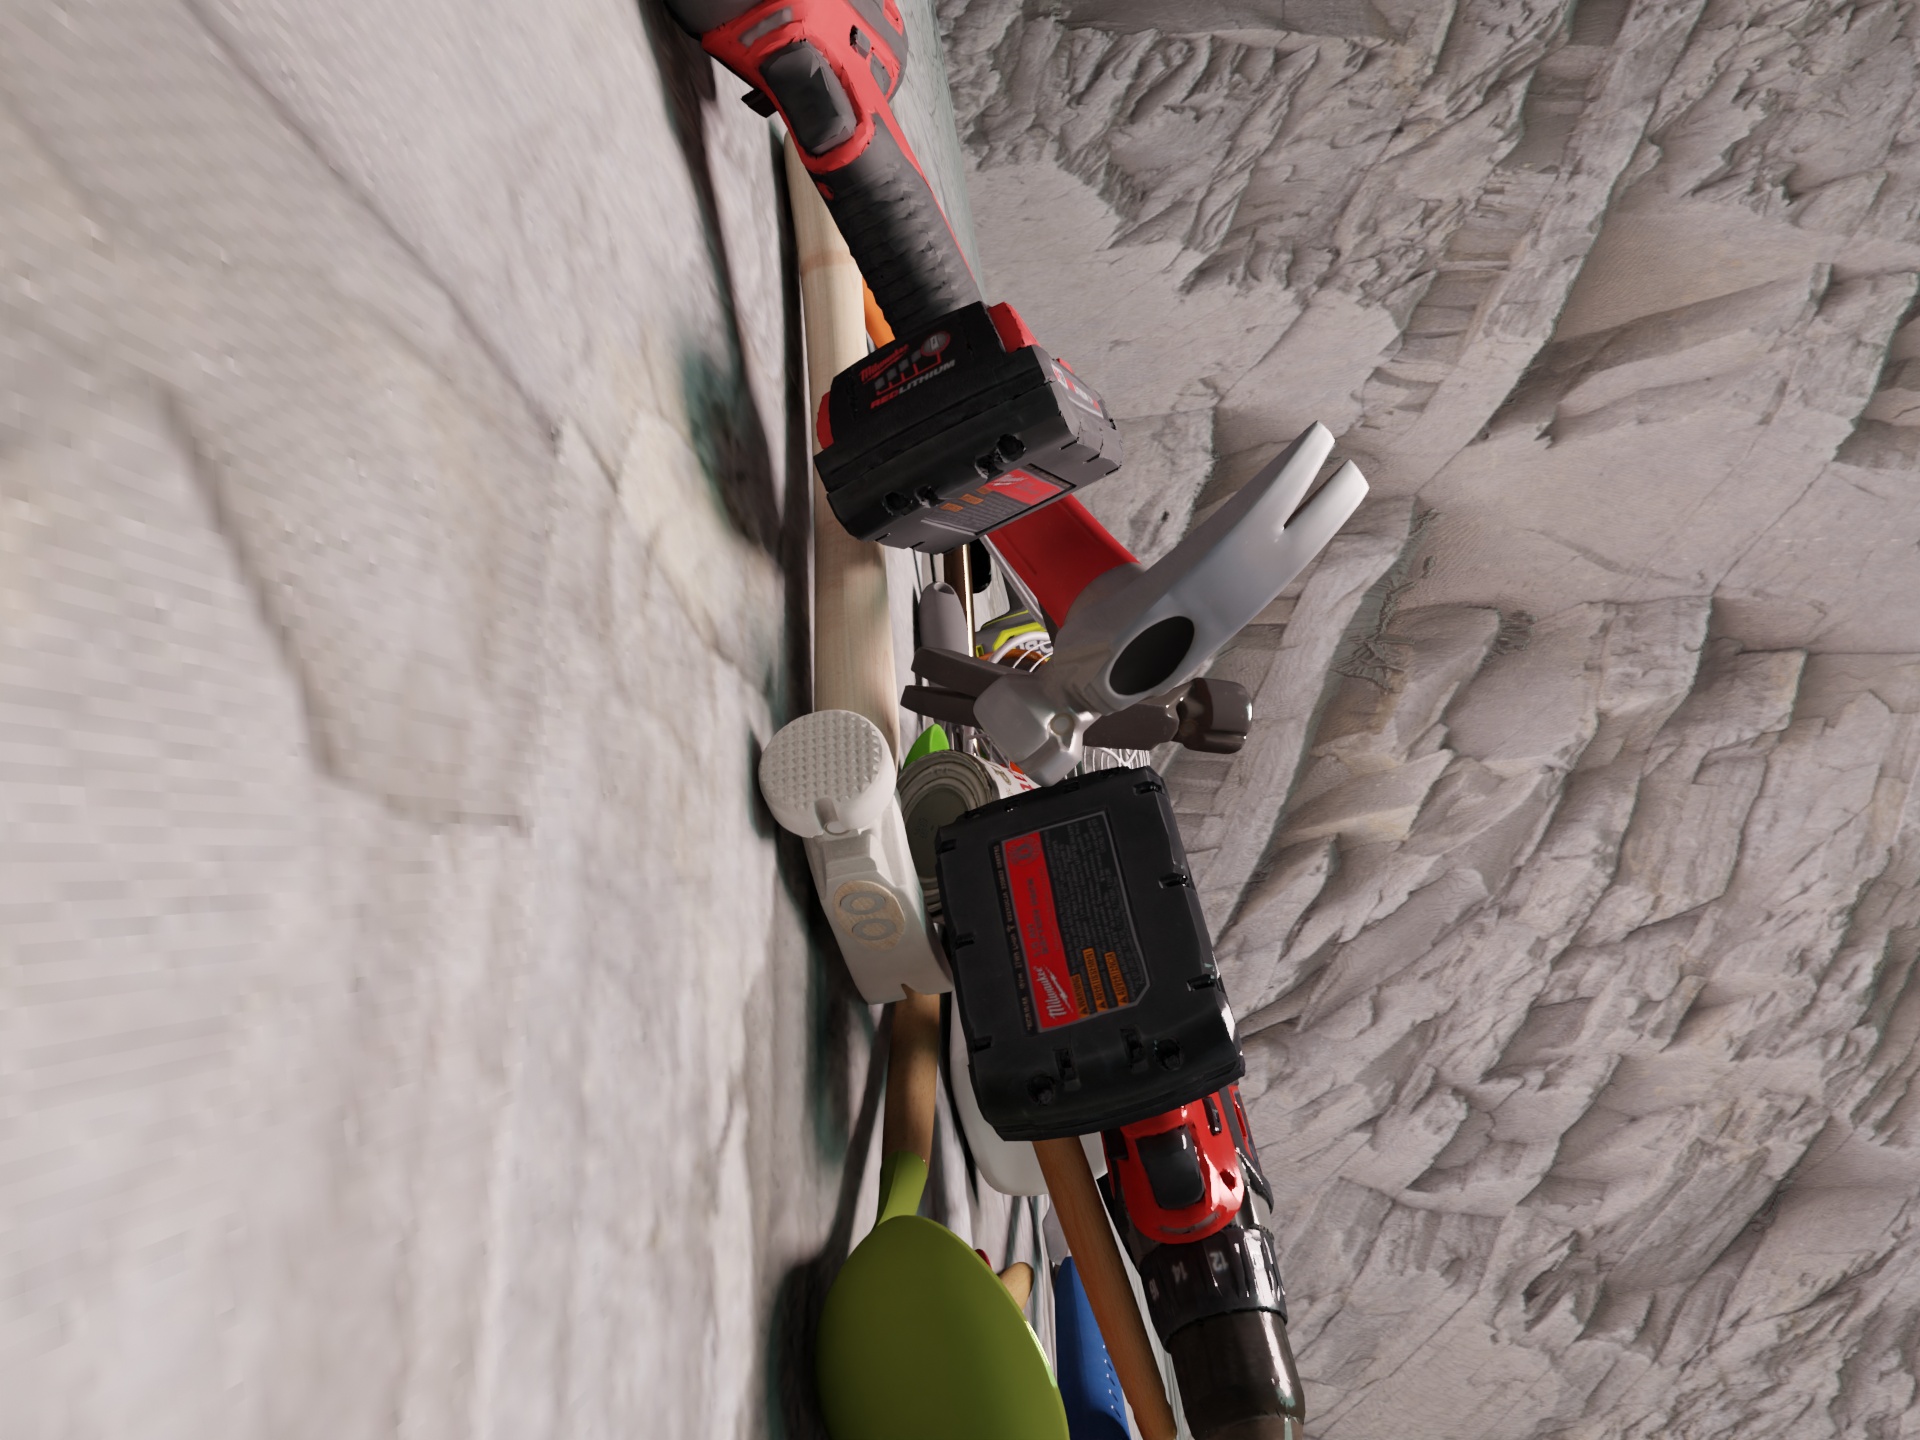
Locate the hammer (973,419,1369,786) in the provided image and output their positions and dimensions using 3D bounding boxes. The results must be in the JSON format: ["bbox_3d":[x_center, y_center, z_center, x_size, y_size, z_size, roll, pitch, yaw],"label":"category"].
[{"bbox_3d":[0.026,-0.111,0.661,0.038,0.143,0.387,44,8,-28],"label":"hammer"}]

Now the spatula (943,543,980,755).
[{"bbox_3d":[-0.002,-0.102,0.964,0.059,0.018,0.316,7,79,-73],"label":"spatula"}]

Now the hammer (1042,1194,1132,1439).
[{"bbox_3d":[0.053,0.261,0.768,0.405,0.035,0.144,-70,149,-87],"label":"hammer"}]

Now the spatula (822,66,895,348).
[{"bbox_3d":[-0.055,-0.310,0.866,0.081,0.041,0.322,-69,147,-70],"label":"spatula"}]

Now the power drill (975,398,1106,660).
[{"bbox_3d":[0.084,-0.133,1.213,0.080,0.190,0.229,58,18,-75],"label":"power drill"}]

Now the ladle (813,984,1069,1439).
[{"bbox_3d":[-0.005,0.130,0.514,0.320,0.062,0.078,-89,171,-75],"label":"ladle"}]

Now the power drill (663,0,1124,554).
[{"bbox_3d":[-0.032,-0.170,0.515,0.220,0.078,0.143,67,15,4],"label":"power drill"}]

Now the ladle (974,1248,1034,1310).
[{"bbox_3d":[0.015,0.242,0.651,0.315,0.031,0.069,66,25,-75],"label":"ladle"}]

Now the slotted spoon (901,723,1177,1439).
[{"bbox_3d":[0.026,0.137,0.660,0.070,0.031,0.314,66,3,-60],"label":"slotted spoon"}]

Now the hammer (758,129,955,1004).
[{"bbox_3d":[-0.044,-0.093,0.621,0.146,0.038,0.411,75,7,-52],"label":"hammer"}]

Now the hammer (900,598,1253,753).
[{"bbox_3d":[0.027,-0.107,0.787,0.359,0.149,0.036,-103,-154,-52],"label":"hammer"}]

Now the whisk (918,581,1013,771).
[{"bbox_3d":[0.000,-0.003,0.848,0.239,0.055,0.055,-99,175,-50],"label":"whisk"}]

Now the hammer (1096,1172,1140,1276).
[{"bbox_3d":[0.093,0.276,0.977,0.335,0.035,0.146,-132,-148,-77],"label":"hammer"}]

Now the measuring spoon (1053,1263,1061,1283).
[{"bbox_3d":[0.071,0.395,1.022,0.034,0.018,0.124,-77,163,-76],"label":"measuring spoon"}]

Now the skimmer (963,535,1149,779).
[{"bbox_3d":[0.002,-0.059,0.827,0.127,0.090,0.364,37,17,-41],"label":"skimmer"}]

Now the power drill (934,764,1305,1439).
[{"bbox_3d":[0.068,0.145,0.554,0.226,0.080,0.188,65,11,-48],"label":"power drill"}]
